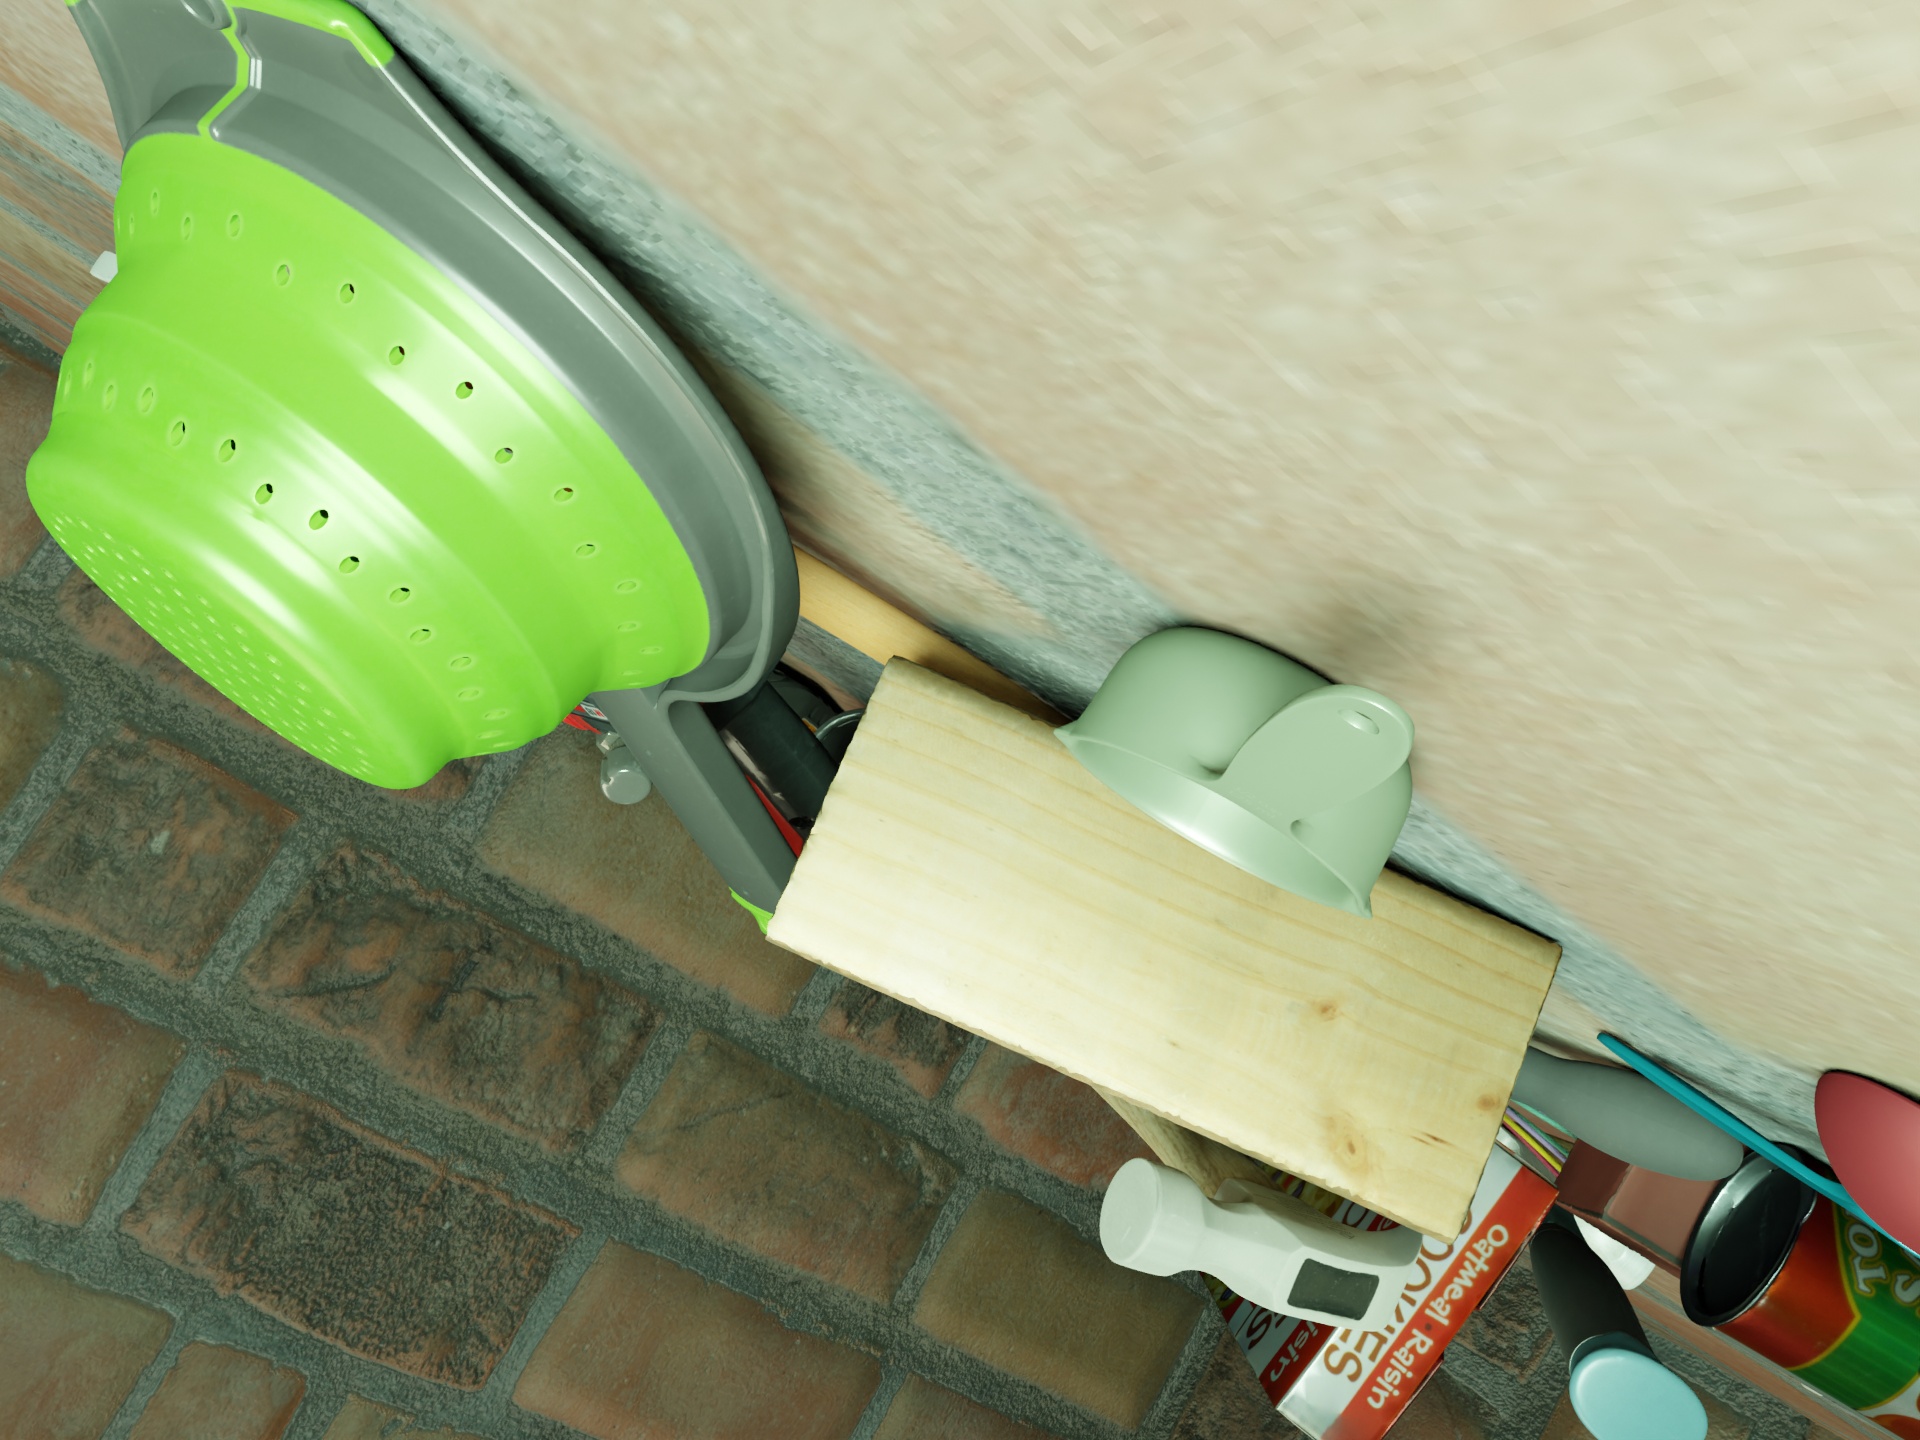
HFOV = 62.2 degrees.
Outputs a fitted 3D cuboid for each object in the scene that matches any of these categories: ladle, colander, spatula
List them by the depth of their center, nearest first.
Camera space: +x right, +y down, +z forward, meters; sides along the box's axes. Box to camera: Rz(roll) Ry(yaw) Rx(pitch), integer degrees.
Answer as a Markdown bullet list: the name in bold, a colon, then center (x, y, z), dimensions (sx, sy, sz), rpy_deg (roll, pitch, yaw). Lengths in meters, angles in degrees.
- **ladle**: center (0.352, 0.177, 0.381), dimensions (0.315, 0.031, 0.069), rpy_deg (29, 172, 7)
- **colander**: center (-0.128, -0.003, 0.448), dimensions (0.205, 0.094, 0.396), rpy_deg (22, 154, 29)
- **spatula**: center (-0.065, -0.063, 0.475), dimensions (0.322, 0.041, 0.081), rpy_deg (31, 172, -27)

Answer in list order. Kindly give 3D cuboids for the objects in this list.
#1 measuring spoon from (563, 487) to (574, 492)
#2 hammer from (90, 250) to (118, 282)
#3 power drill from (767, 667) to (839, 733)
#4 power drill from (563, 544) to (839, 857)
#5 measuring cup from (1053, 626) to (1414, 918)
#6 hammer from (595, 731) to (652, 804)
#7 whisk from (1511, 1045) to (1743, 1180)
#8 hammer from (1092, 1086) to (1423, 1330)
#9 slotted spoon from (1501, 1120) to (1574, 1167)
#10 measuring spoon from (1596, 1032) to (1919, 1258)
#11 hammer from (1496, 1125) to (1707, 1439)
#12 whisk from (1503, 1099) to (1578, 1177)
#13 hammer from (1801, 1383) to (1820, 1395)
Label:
- **measuring spoon**: center (-0.128, -0.075, 0.679), dimensions (0.116, 0.011, 0.021), rpy_deg (30, 172, -19)
- **hammer**: center (-0.364, -0.174, 0.843), dimensions (0.149, 0.036, 0.409), rpy_deg (36, 171, -22)
- **power drill**: center (-0.185, -0.036, 0.881), dimensions (0.228, 0.080, 0.190), rpy_deg (32, 173, 14)
- **power drill**: center (-0.092, 0.023, 0.677), dimensions (0.188, 0.080, 0.226), rpy_deg (10, 146, 53)
- **measuring cup**: center (0.067, 0.001, 0.318), dimensions (0.083, 0.038, 0.167), rpy_deg (31, 170, 4)
- **hammer**: center (-0.080, 0.057, 1.076), dimensions (0.358, 0.036, 0.149), rpy_deg (27, -148, -27)
- **whisk**: center (0.155, 0.112, 0.618), dimensions (0.285, 0.070, 0.070), rpy_deg (19, 166, 39)
- **hammer**: center (0.064, 0.135, 0.615), dimensions (0.130, 0.031, 0.331), rpy_deg (23, -176, -18)
- **slotted spoon**: center (0.187, 0.180, 0.784), dimensions (0.313, 0.031, 0.070), rpy_deg (19, 135, -13)
- **measuring spoon**: center (0.252, 0.124, 0.480), dimensions (0.042, 0.021, 0.129), rpy_deg (38, 179, -44)
- **hammer**: center (0.242, 0.216, 0.631), dimensions (0.128, 0.033, 0.331), rpy_deg (36, -175, 13)
- **whisk**: center (0.237, 0.161, 0.668), dimensions (0.245, 0.047, 0.051), rpy_deg (34, 174, 14)
- **hammer**: center (0.521, 0.354, 0.793), dimensions (0.146, 0.038, 0.410), rpy_deg (25, 170, 28)
